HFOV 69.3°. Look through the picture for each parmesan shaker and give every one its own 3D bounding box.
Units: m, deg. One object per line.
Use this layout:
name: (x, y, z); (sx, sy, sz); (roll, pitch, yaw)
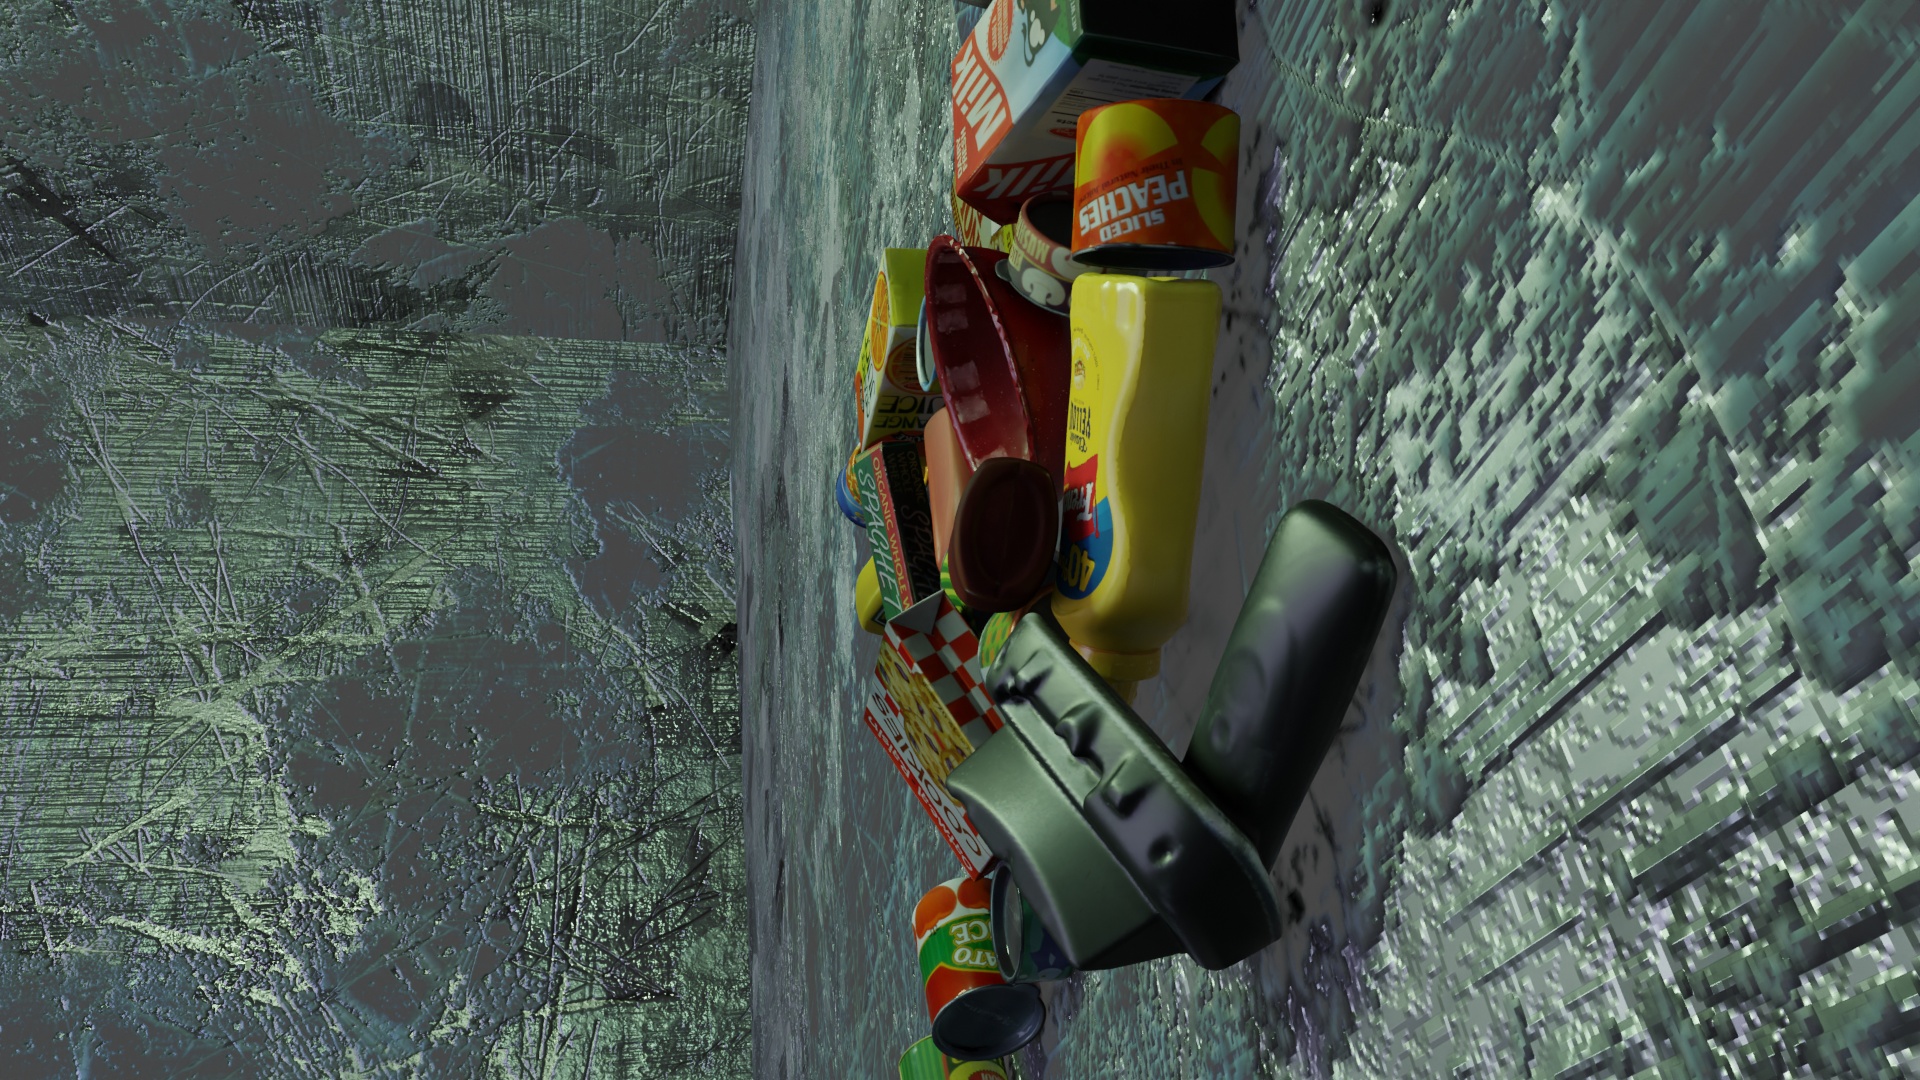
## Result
parmesan shaker: (0.005, 0.359, 0.838); (0.103, 0.071, 0.071); (-108, 23, -50)

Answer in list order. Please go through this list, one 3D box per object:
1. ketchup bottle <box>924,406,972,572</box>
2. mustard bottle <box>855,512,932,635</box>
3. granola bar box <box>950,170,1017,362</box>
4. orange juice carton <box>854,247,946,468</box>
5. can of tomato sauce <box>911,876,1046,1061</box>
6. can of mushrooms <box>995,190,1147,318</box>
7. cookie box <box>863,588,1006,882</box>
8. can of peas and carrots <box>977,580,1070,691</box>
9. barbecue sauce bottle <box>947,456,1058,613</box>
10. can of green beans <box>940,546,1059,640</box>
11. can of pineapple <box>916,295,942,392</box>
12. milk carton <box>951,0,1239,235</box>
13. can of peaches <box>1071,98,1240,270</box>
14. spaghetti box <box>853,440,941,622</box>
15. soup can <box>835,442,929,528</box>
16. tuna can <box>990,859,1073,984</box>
ketchup bottle: (0.003, -0.011, 0.911); (0.064, 0.043, 0.149); (115, 153, -63)
mustard bottle: (-0.033, 0.020, 1.021); (0.159, 0.065, 0.049); (122, 145, -56)
granola bar box: (0.033, -0.195, 0.813); (0.123, 0.039, 0.166); (107, 159, -49)
orange juice carton: (-0.032, -0.119, 1.002); (0.191, 0.073, 0.072); (111, 155, -56)
can of tomato sauce: (0.010, 0.250, 0.819); (0.083, 0.071, 0.070); (-108, 23, -55)
can of mushrooms: (0.054, -0.135, 0.652); (0.071, 0.071, 0.033); (-104, 22, -46)
cookie box: (0.000, 0.115, 0.779); (0.123, 0.040, 0.166); (54, 159, 16)
can of peas and carrots: (0.049, 0.053, 0.677); (0.058, 0.071, 0.071); (143, 127, -72)
barbecue sauce bottle: (0.016, 0.003, 0.645); (0.148, 0.044, 0.065); (110, 169, -83)
can of green beans: (0.027, 0.026, 0.763); (0.058, 0.071, 0.071); (-134, 47, -71)
can of pineapple: (0.007, -0.125, 0.873); (0.071, 0.058, 0.071); (-177, 88, -76)
milk carton: (0.047, -0.210, 0.643); (0.190, 0.073, 0.072); (148, 121, -67)
can of peaches: (0.078, -0.142, 0.558); (0.071, 0.071, 0.058); (-164, 76, -76)
spaghetti box: (-0.027, 0.056, 0.941); (0.050, 0.029, 0.250); (-26, 74, 60)
soup can: (-0.063, -0.047, 1.145); (0.083, 0.071, 0.071); (139, 131, -71)
tuna can: (0.040, 0.207, 0.766); (0.071, 0.033, 0.071); (-178, 89, -76)
